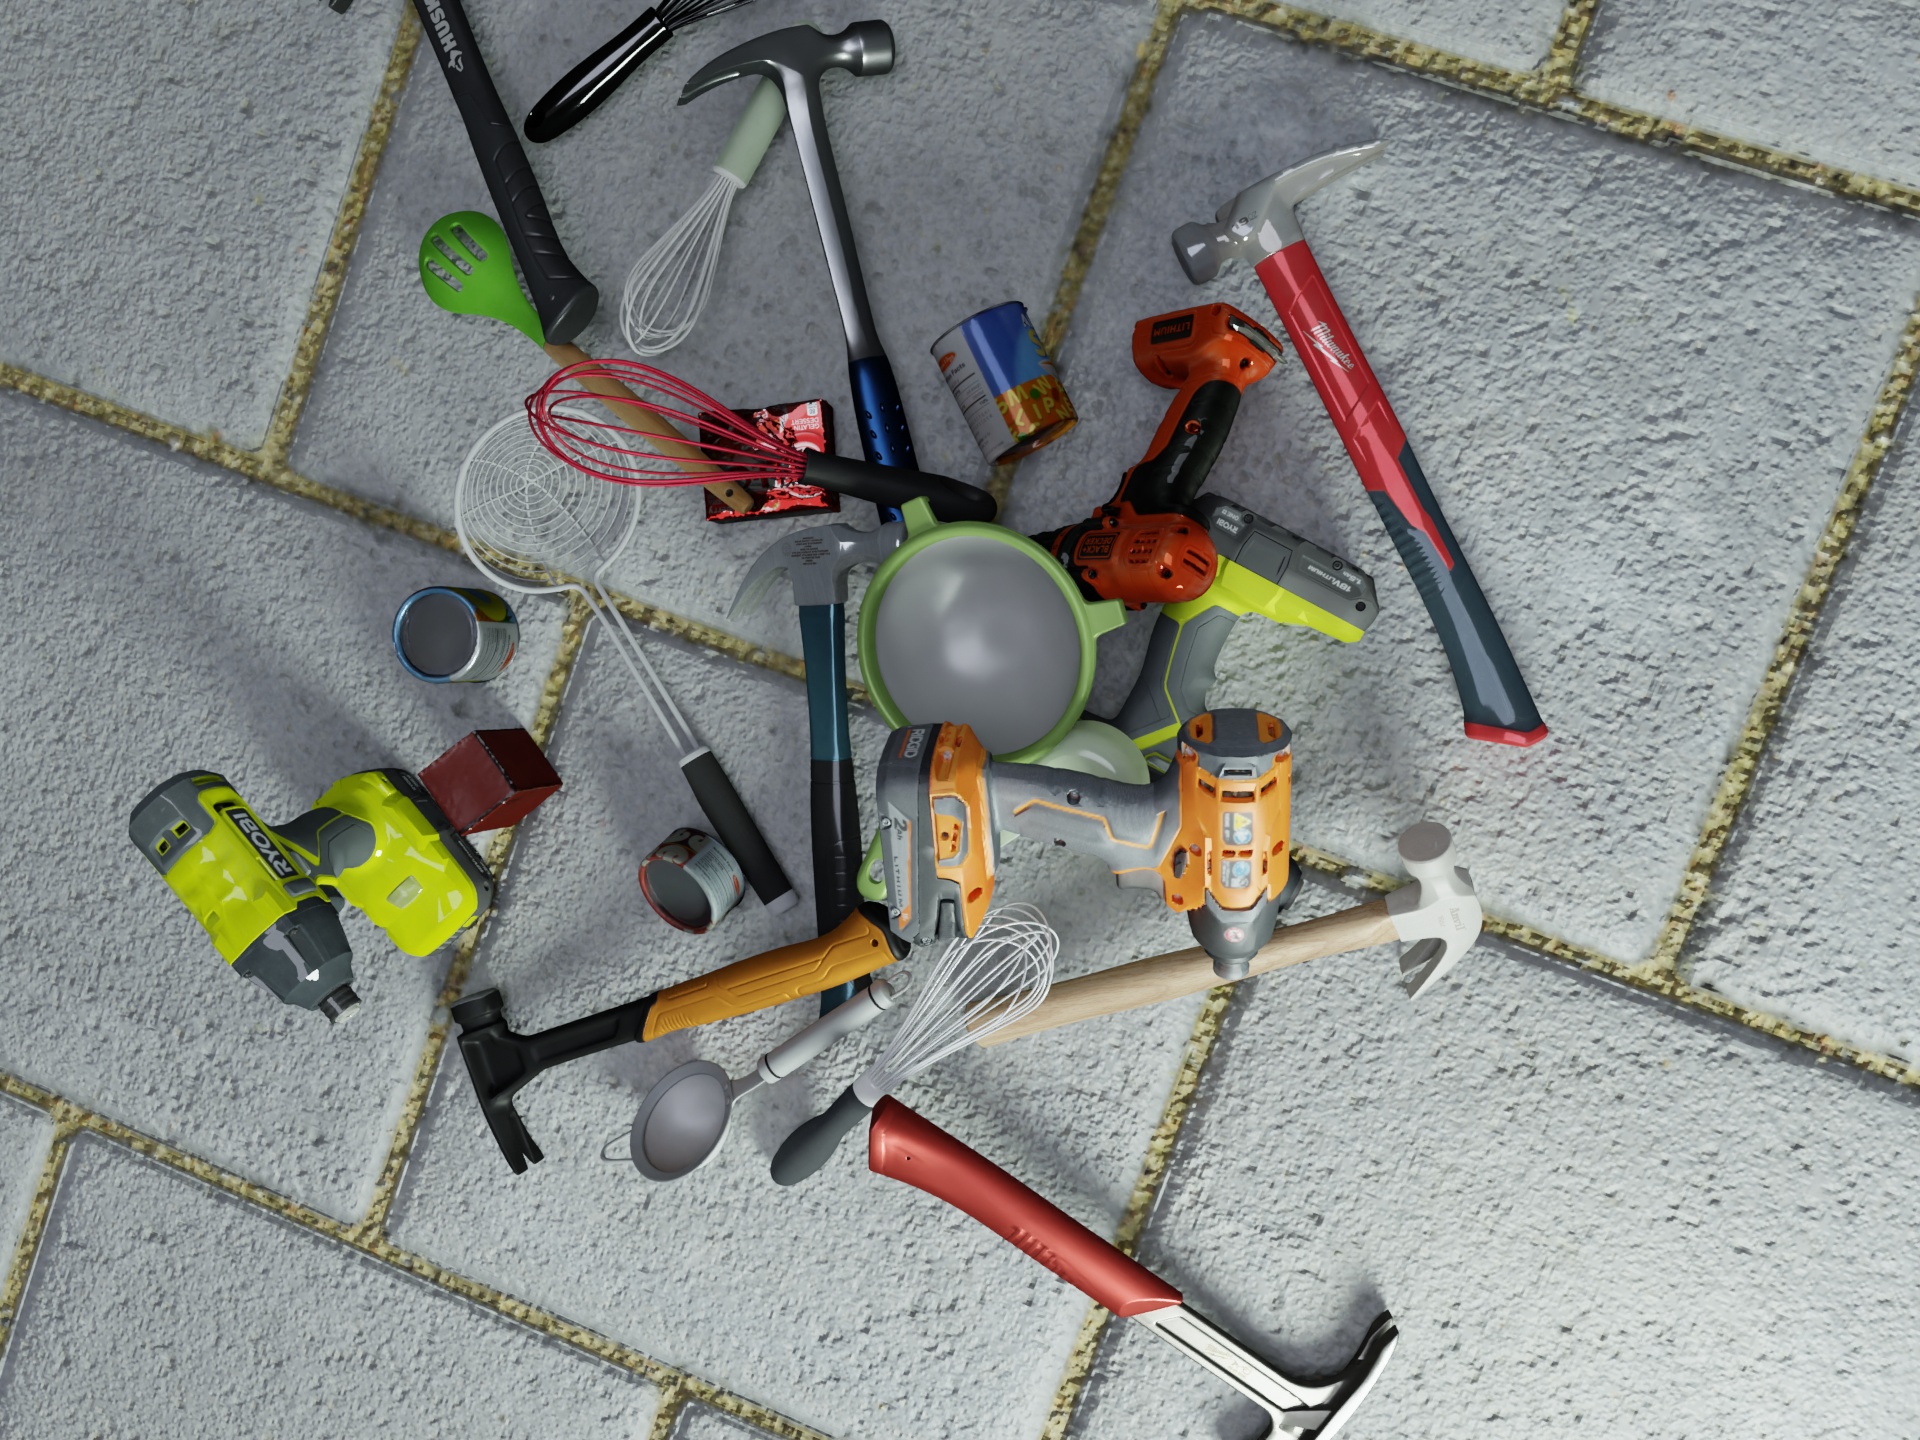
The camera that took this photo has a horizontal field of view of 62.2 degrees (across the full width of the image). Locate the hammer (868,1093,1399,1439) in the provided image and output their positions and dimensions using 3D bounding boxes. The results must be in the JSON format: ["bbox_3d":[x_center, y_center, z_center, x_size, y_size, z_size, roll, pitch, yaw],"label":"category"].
[{"bbox_3d":[0.096,0.343,1.006,0.359,0.037,0.149,36,98,-4],"label":"hammer"}]

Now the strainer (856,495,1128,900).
[{"bbox_3d":[-0.002,-0.003,0.984,0.151,0.069,0.256,29,112,14],"label":"strainer"}]

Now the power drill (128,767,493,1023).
[{"bbox_3d":[-0.399,0.106,1.015,0.080,0.223,0.171,-42,85,9],"label":"power drill"}]

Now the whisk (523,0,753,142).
[{"bbox_3d":[-0.197,-0.460,1.056,0.239,0.055,0.055,-34,86,13],"label":"whisk"}]

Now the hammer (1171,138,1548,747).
[{"bbox_3d":[0.279,-0.165,0.989,0.143,0.038,0.386,-26,87,8],"label":"hammer"}]

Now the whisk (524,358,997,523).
[{"bbox_3d":[-0.114,-0.160,0.966,0.295,0.073,0.073,11,94,-19],"label":"whisk"}]

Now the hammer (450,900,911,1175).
[{"bbox_3d":[-0.183,0.198,1.055,0.337,0.034,0.127,-21,88,18],"label":"hammer"}]

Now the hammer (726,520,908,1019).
[{"bbox_3d":[-0.082,0.038,1.037,0.128,0.033,0.331,1,99,23],"label":"hammer"}]

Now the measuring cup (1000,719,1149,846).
[{"bbox_3d":[0.038,0.062,0.979,0.167,0.038,0.083,-31,92,20],"label":"measuring cup"}]

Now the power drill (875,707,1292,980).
[{"bbox_3d":[0.073,0.077,0.910,0.226,0.084,0.164,-1,115,8],"label":"power drill"}]

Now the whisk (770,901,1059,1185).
[{"bbox_3d":[-0.037,0.216,1.024,0.070,0.070,0.284,46,114,5],"label":"whisk"}]

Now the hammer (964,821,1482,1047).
[{"bbox_3d":[0.159,0.155,0.998,0.331,0.031,0.129,-18,132,18],"label":"hammer"}]

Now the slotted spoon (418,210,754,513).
[{"bbox_3d":[-0.254,-0.239,1.063,0.314,0.031,0.070,41,98,11],"label":"slotted spoon"}]

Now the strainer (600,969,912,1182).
[{"bbox_3d":[-0.130,0.236,1.051,0.258,0.087,0.050,-36,131,18],"label":"strainer"}]

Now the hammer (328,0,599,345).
[{"bbox_3d":[-0.323,-0.402,1.060,0.146,0.035,0.335,-25,82,15],"label":"hammer"}]

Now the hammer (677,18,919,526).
[{"bbox_3d":[-0.069,-0.242,1.027,0.144,0.035,0.405,-15,94,-19],"label":"hammer"}]

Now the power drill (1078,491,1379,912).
[{"bbox_3d":[0.165,-0.007,0.994,0.190,0.080,0.228,29,99,8],"label":"power drill"}]

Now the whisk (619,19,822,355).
[{"bbox_3d":[-0.156,-0.352,1.052,0.058,0.059,0.246,30,91,24],"label":"whisk"}]

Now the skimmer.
[{"bbox_3d":[-0.204,-0.033,1.045,0.127,0.090,0.363,-31,89,-20],"label":"skimmer"}]
